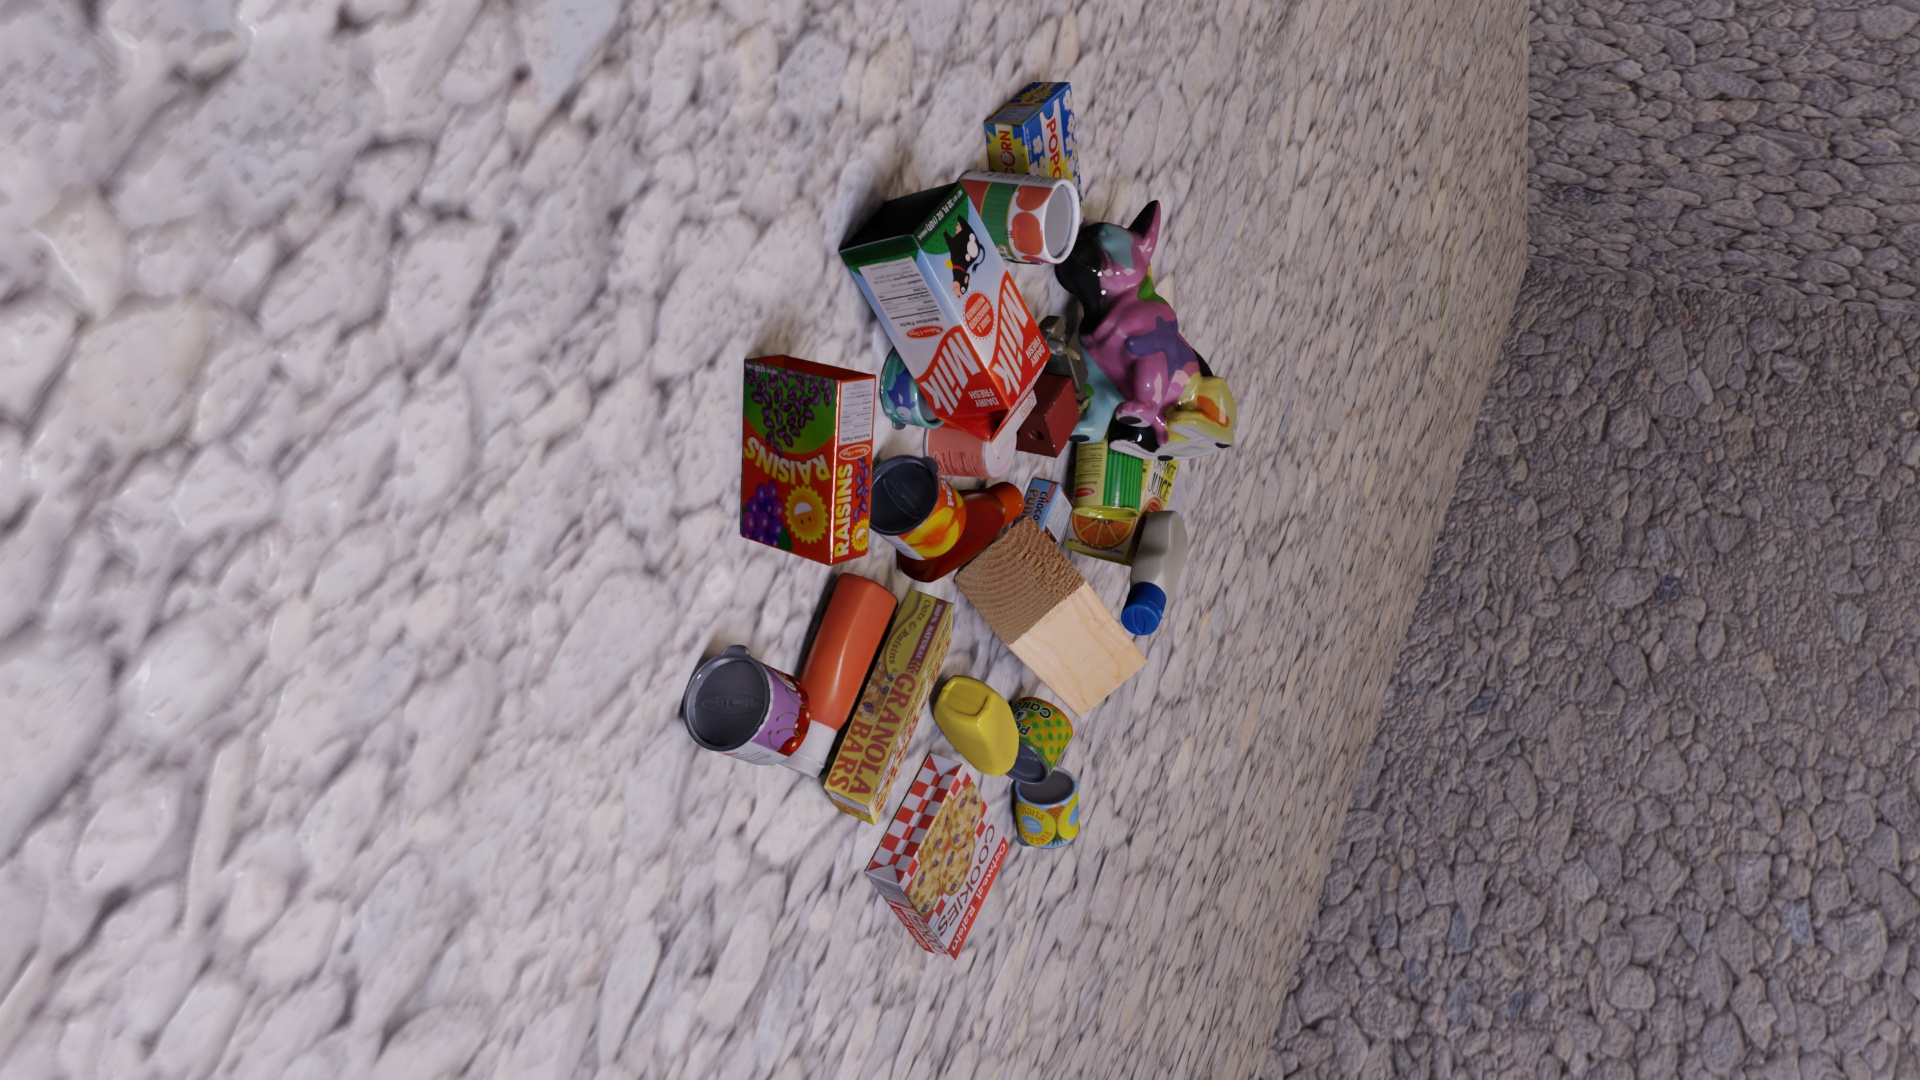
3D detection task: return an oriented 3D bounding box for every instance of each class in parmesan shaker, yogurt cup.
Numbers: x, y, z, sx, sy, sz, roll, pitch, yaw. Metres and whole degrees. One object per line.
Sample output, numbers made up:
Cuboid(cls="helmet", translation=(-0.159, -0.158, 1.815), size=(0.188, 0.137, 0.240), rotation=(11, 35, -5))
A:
Cuboid(cls="parmesan shaker", translation=(0.147, -0.076, 1.349), size=(0.071, 0.071, 0.103), rotation=(23, 71, -62))
Cuboid(cls="yogurt cup", translation=(0.010, -0.082, 1.134), size=(0.073, 0.054, 0.072), rotation=(-32, 128, -52))

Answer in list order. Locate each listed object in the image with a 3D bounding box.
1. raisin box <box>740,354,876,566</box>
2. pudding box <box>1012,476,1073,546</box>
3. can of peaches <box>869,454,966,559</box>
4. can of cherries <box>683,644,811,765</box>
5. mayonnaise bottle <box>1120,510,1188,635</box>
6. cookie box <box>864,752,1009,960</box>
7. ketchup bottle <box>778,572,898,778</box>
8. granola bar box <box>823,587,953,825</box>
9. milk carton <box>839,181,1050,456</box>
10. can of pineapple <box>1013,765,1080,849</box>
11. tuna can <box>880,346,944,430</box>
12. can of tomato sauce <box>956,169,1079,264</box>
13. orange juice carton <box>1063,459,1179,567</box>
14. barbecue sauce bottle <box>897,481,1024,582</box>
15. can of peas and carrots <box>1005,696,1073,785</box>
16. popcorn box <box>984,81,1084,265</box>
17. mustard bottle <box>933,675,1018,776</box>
Cuboid(cls="raisin box", translation=(-0.101, -0.054, 0.909), size=(0.040, 0.086, 0.123), rotation=(-17, 116, -51))
Cuboid(cls="pudding box", translation=(0.074, -0.011, 1.306), size=(0.084, 0.030, 0.049), rotation=(-67, 152, -17))
Cuboid(cls="can of peaches", translation=(-0.034, -0.026, 1.062), size=(0.058, 0.071, 0.071), rotation=(44, 63, -59))
Cuboid(cls="can of cherries", translation=(-0.141, 0.111, 0.929), size=(0.058, 0.071, 0.071), rotation=(39, 68, -60))
Cuboid(cls="mayonnaise bottle", translation=(0.186, 0.033, 1.331), size=(0.149, 0.041, 0.064), rotation=(-61, 142, -52))
Cuboid(cls="cookie box", translation=(-0.017, 0.289, 1.260), size=(0.123, 0.040, 0.166), rotation=(-60, 147, -28))
Cuboid(cls="ketchup bottle", translation=(-0.094, 0.102, 1.034), size=(0.149, 0.043, 0.064), rotation=(-69, 157, -14))
Cuboid(cls="granola bar box", translation=(-0.054, 0.131, 1.081), size=(0.124, 0.039, 0.166), rotation=(93, 19, -72))
Cuboid(cls="milk carton", translation=(0.001, -0.155, 1.008), size=(0.073, 0.073, 0.190), rotation=(-54, 126, -36))
Cuboid(cls="can of pineapple", translation=(0.087, 0.272, 1.414), size=(0.071, 0.071, 0.057), rotation=(-43, 137, -46))
Cuboid(cls="tuna can", translation=(-0.030, -0.117, 1.067), size=(0.071, 0.033, 0.070), rotation=(-33, 129, -52))
Cuboid(cls="can of tomato sauce", translation=(0.043, -0.252, 1.089), size=(0.071, 0.083, 0.071), rotation=(-33, 129, -52))
Cuboid(cls="orange juice carton", translation=(0.174, -0.073, 1.417), size=(0.073, 0.072, 0.192), rotation=(23, 82, -62))
Cuboid(cls="barbecue sauce bottle", translation=(0.004, -0.015, 1.164), size=(0.149, 0.044, 0.064), rotation=(-28, 131, -55))
Cuboid(cls="can of peas and carrots", translation=(0.067, 0.192, 1.345), size=(0.059, 0.071, 0.070), rotation=(-53, 144, -38))
Cuboid(cls="popcorn box", translation=(0.064, -0.304, 1.153), size=(0.085, 0.038, 0.126), rotation=(-50, 142, -39))
Cuboid(cls="mustard bottle", translation=(0.022, 0.177, 1.262), size=(0.049, 0.065, 0.159), rotation=(-58, 153, -21))
